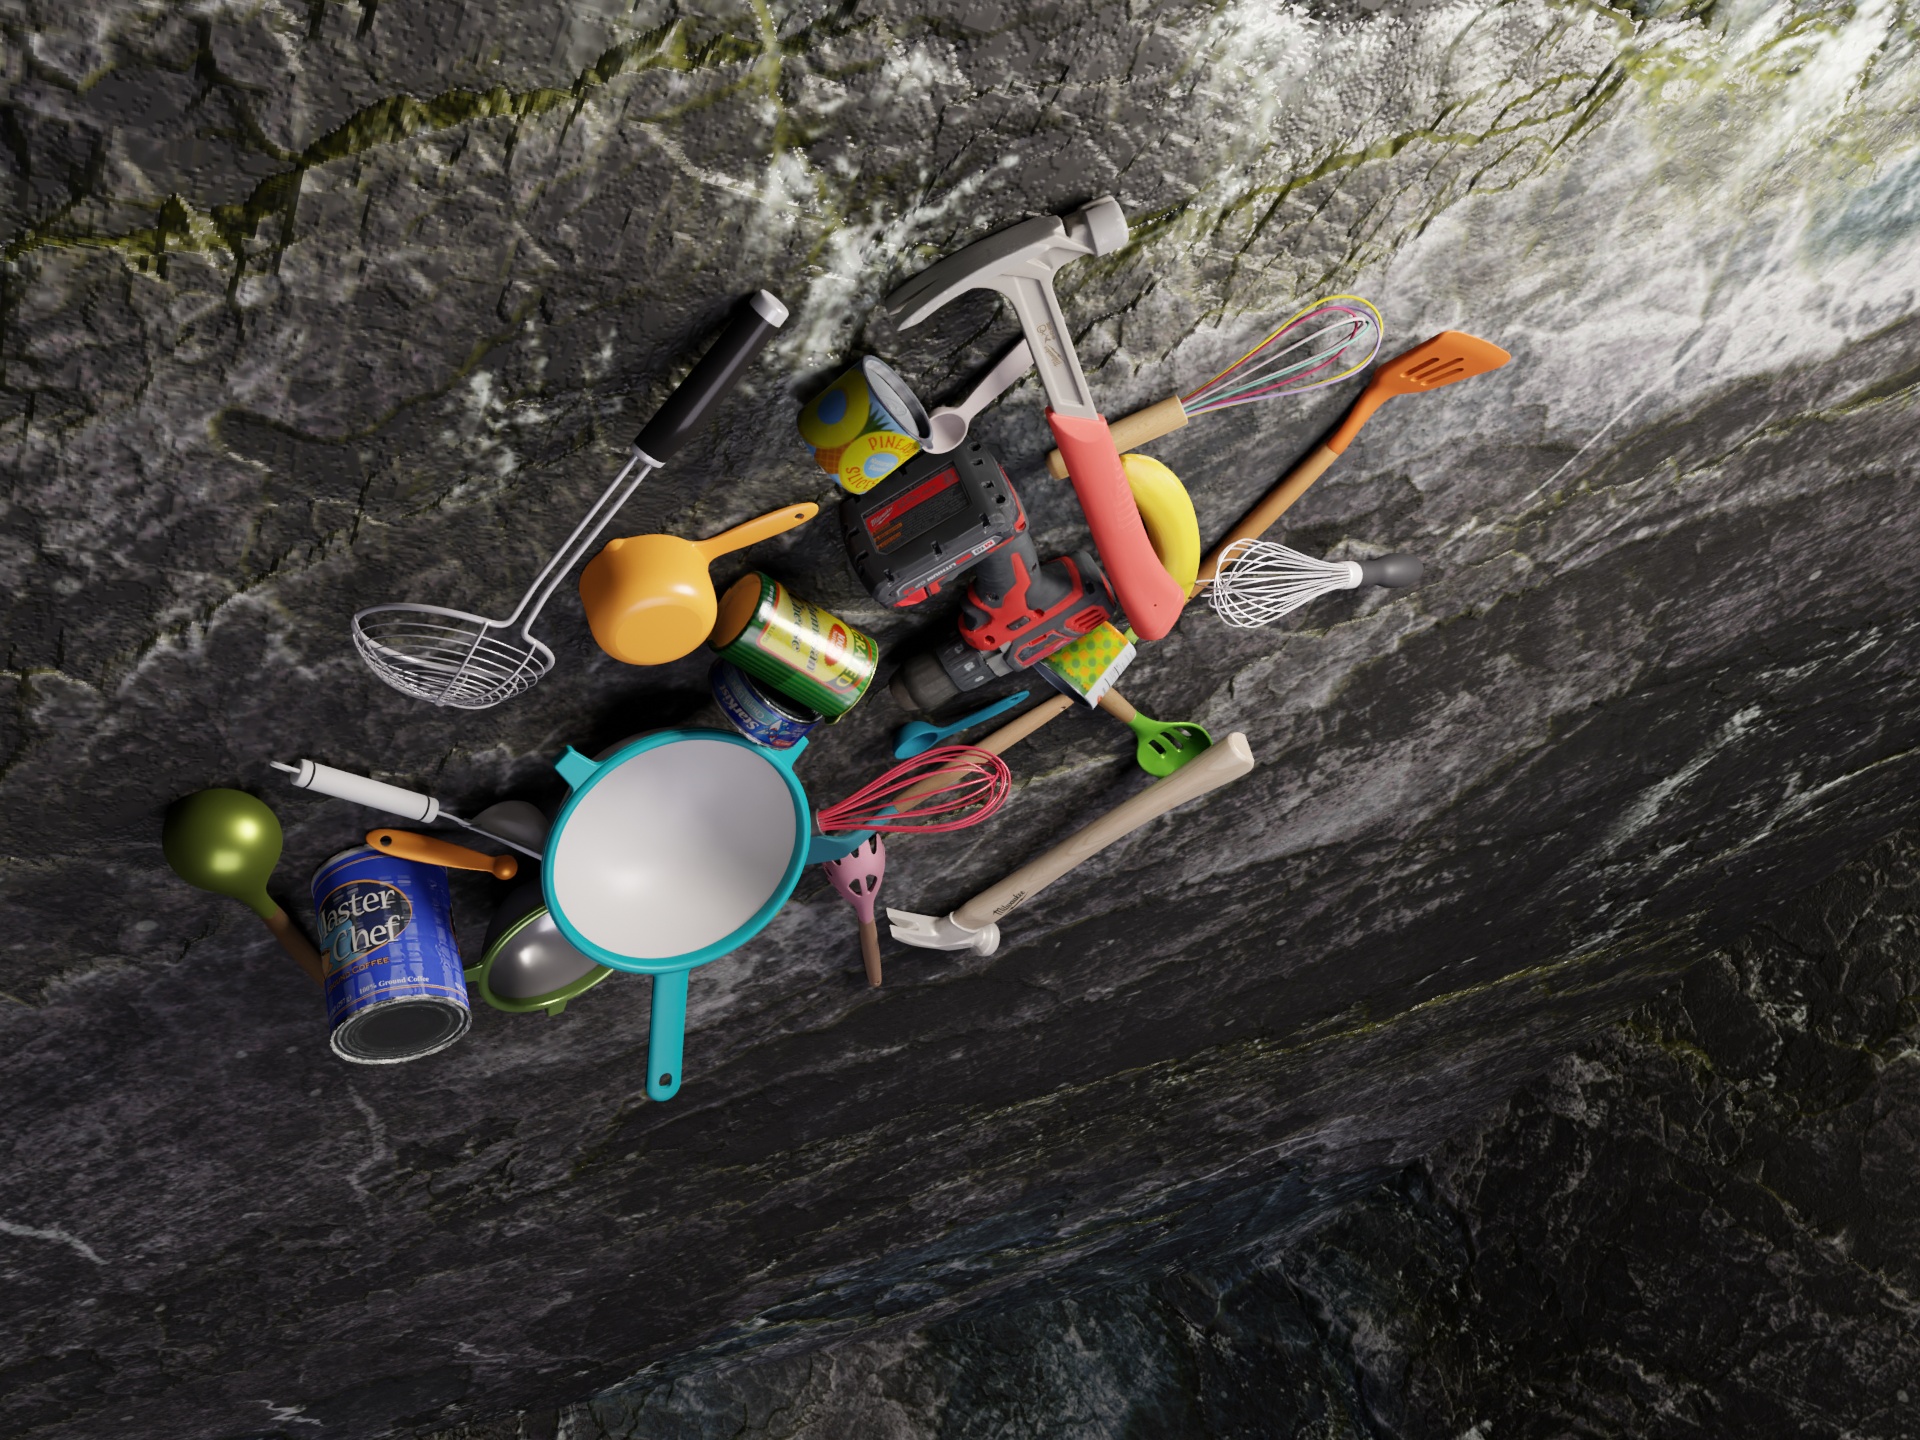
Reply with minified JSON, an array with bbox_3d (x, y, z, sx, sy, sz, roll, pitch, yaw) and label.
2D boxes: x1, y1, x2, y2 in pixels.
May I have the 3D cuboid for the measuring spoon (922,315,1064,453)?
[{"bbox_3d":[0.018,-0.222,1.031,0.124,0.018,0.034,-41,141,17],"label":"measuring spoon"}]

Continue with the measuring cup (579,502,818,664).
[{"bbox_3d":[-0.170,-0.093,1.067,0.173,0.052,0.095,-23,148,5],"label":"measuring cup"}]

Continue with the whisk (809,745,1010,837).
[{"bbox_3d":[-0.100,0.081,1.351,0.296,0.073,0.073,-15,149,8],"label":"whisk"}]

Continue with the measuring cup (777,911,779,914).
[{"bbox_3d":[-0.198,0.158,1.449,0.062,0.029,0.156,-26,146,6],"label":"measuring cup"}]

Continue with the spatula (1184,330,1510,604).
[{"bbox_3d":[0.269,-0.184,1.208,0.081,0.041,0.322,8,139,-40],"label":"spatula"}]

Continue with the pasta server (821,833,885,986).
[{"bbox_3d":[-0.095,0.198,1.580,0.060,0.040,0.316,-16,152,-9],"label":"pasta server"}]

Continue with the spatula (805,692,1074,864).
[{"bbox_3d":[-0.040,0.053,1.397,0.317,0.044,0.082,-32,146,7],"label":"spatula"}]

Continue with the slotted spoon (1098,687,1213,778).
[{"bbox_3d":[0.138,-0.015,1.396,0.070,0.031,0.313,-33,145,18],"label":"slotted spoon"}]

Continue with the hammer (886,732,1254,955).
[{"bbox_3d":[0.108,0.123,1.539,0.146,0.038,0.410,17,137,-44],"label":"hammer"}]

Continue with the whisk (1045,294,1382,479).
[{"bbox_3d":[0.171,-0.227,1.093,0.245,0.051,0.047,-23,128,10],"label":"whisk"}]

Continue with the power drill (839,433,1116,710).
[{"bbox_3d":[-0.003,-0.091,1.155,0.188,0.080,0.226,-29,150,12],"label":"power drill"}]

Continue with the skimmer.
[{"bbox_3d":[-0.240,-0.137,0.986,0.363,0.090,0.127,-46,139,17],"label":"skimmer"}]

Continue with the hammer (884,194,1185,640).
[{"bbox_3d":[0.078,-0.173,1.064,0.149,0.037,0.358,-25,139,3],"label":"hammer"}]

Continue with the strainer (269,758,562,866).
[{"bbox_3d":[-0.391,0.067,1.189,0.087,0.050,0.258,10,170,46],"label":"strainer"}]

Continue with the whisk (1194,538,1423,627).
[{"bbox_3d":[0.294,-0.116,1.286,0.284,0.070,0.070,-9,148,-42],"label":"whisk"}]

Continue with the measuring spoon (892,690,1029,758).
[{"bbox_3d":[-0.002,-0.004,1.343,0.128,0.021,0.042,-24,160,-13],"label":"measuring spoon"}]

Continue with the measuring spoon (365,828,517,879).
[{"bbox_3d":[-0.401,0.103,1.232,0.116,0.021,0.011,16,172,-24],"label":"measuring spoon"}]

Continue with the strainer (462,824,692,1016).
[{"bbox_3d":[-0.306,0.136,1.336,0.256,0.069,0.151,-42,150,1],"label":"strainer"}]

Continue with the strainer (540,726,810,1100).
[{"bbox_3d":[-0.239,0.142,1.264,0.211,0.095,0.340,-6,119,-28],"label":"strainer"}]

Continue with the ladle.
[{"bbox_3d":[-0.531,0.145,1.233,0.078,0.062,0.320,-14,154,-12],"label":"ladle"}]
